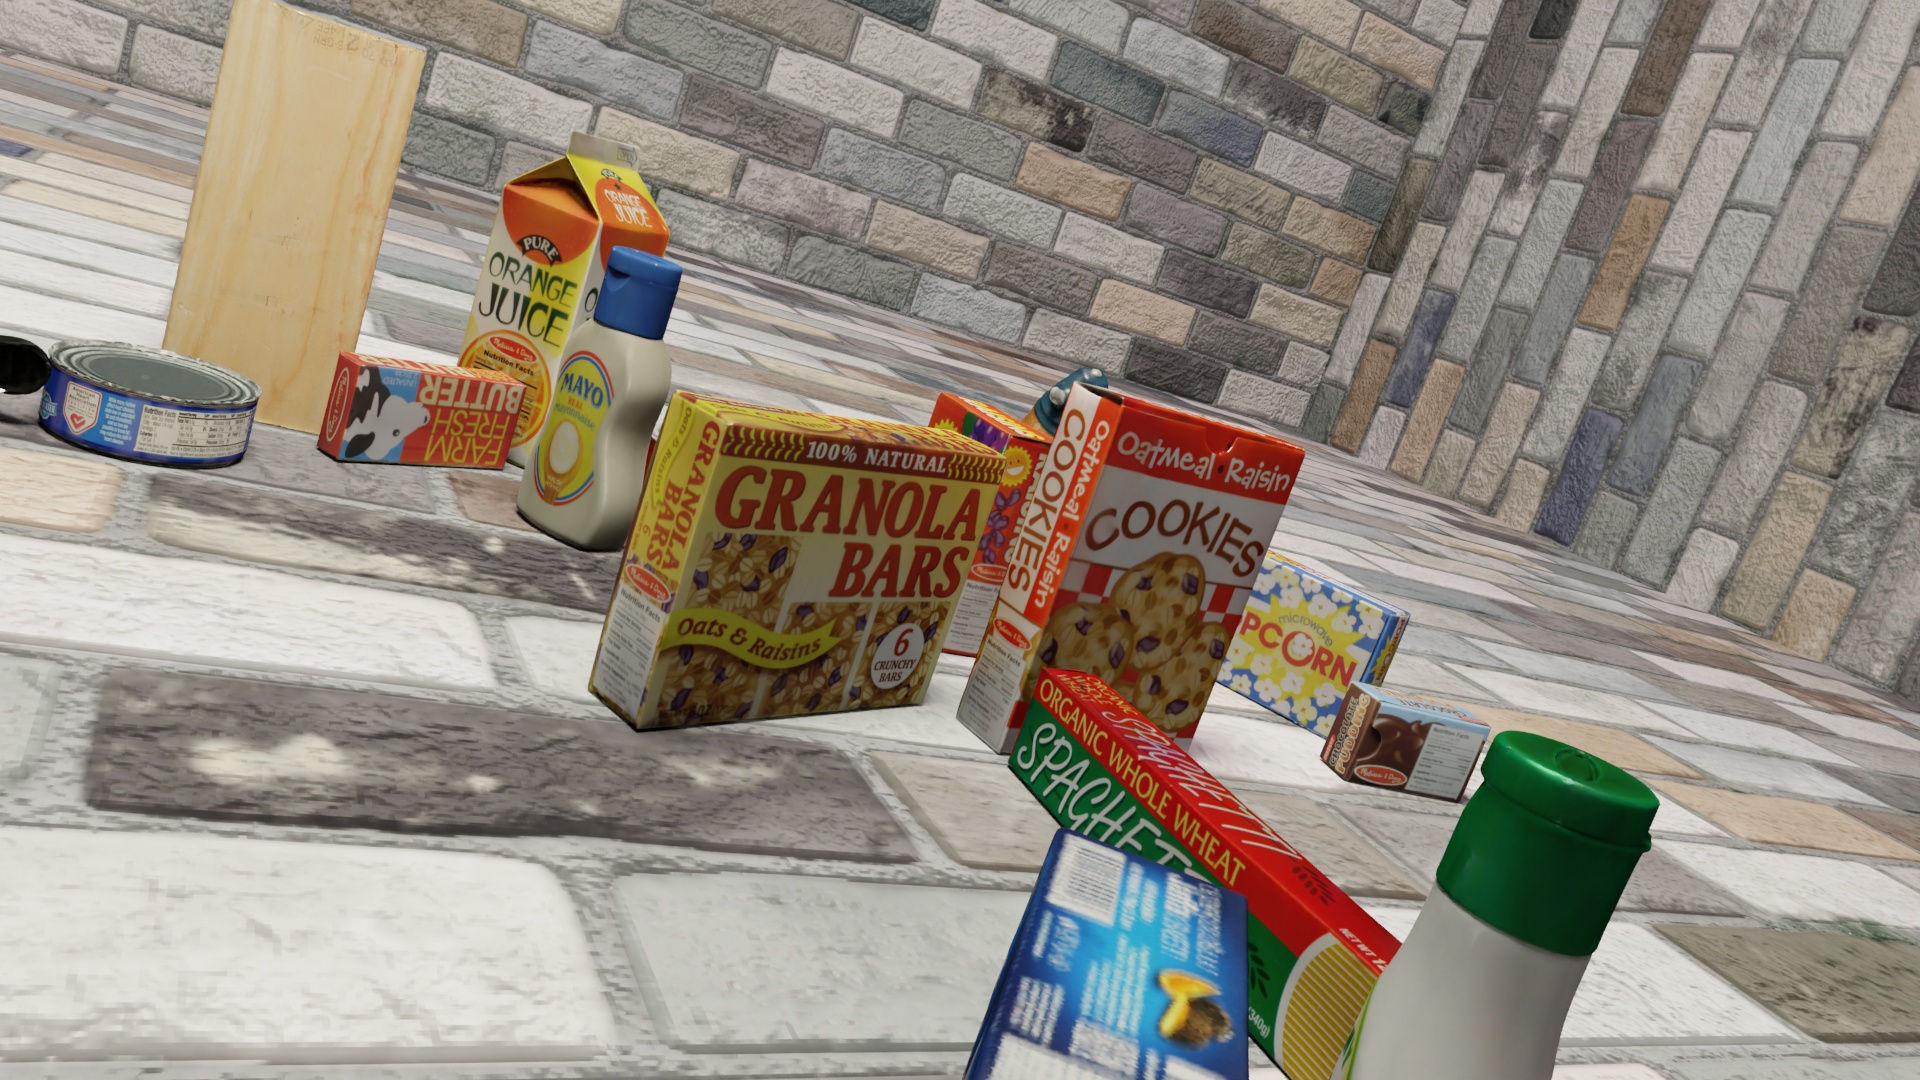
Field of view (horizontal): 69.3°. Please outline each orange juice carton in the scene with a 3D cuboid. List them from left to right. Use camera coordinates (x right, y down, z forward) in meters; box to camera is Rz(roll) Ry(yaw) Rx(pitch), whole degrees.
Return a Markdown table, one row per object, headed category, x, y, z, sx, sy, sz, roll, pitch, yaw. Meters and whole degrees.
| category | x | y | z | sx | sy | sz | roll | pitch | yaw |
| --- | --- | --- | --- | --- | --- | --- | --- | --- | --- |
| orange juice carton | -0.234 | -0.143 | 0.820 | 0.073 | 0.192 | 0.072 | 23 | 12 | 17 |

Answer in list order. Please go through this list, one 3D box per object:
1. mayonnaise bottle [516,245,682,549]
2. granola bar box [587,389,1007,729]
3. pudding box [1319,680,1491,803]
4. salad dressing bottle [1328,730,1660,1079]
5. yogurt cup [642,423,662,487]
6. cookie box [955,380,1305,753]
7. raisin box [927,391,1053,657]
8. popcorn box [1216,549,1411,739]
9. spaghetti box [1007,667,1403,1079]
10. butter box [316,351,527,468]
| category | x | y | z | sx | sy | sz | roll | pitch | yaw |
| --- | --- | --- | --- | --- | --- | --- | --- | --- | --- |
| mayonnaise bottle | -0.179 | -0.073 | 0.703 | 0.065 | 0.147 | 0.041 | 26 | 14 | 29 |
| granola bar box | -0.062 | 0.010 | 0.577 | 0.039 | 0.124 | 0.166 | 28 | 15 | 36 |
| pudding box | 0.247 | 0.112 | 0.770 | 0.084 | 0.049 | 0.030 | 14 | 13 | -23 |
| salad dressing bottle | 0.114 | 0.117 | 0.323 | 0.044 | 0.147 | 0.064 | 24 | 13 | 24 |
| yogurt cup | -0.149 | -0.030 | 0.783 | 0.072 | 0.053 | 0.072 | 18 | 12 | -4 |
| cookie box | 0.081 | 0.019 | 0.648 | 0.123 | 0.167 | 0.040 | 10 | 15 | -38 |
| raisin box | 0.003 | -0.009 | 0.757 | 0.040 | 0.123 | 0.086 | 12 | 14 | -31 |
| popcorn box | 0.198 | 0.057 | 0.848 | 0.127 | 0.085 | 0.038 | 28 | 15 | 34 |
| spaghetti box | 0.087 | 0.118 | 0.504 | 0.029 | 0.050 | 0.250 | 13 | 14 | -28 |
| butter box | -0.286 | -0.068 | 0.743 | 0.024 | 0.053 | 0.104 | 26 | 14 | 31 |
